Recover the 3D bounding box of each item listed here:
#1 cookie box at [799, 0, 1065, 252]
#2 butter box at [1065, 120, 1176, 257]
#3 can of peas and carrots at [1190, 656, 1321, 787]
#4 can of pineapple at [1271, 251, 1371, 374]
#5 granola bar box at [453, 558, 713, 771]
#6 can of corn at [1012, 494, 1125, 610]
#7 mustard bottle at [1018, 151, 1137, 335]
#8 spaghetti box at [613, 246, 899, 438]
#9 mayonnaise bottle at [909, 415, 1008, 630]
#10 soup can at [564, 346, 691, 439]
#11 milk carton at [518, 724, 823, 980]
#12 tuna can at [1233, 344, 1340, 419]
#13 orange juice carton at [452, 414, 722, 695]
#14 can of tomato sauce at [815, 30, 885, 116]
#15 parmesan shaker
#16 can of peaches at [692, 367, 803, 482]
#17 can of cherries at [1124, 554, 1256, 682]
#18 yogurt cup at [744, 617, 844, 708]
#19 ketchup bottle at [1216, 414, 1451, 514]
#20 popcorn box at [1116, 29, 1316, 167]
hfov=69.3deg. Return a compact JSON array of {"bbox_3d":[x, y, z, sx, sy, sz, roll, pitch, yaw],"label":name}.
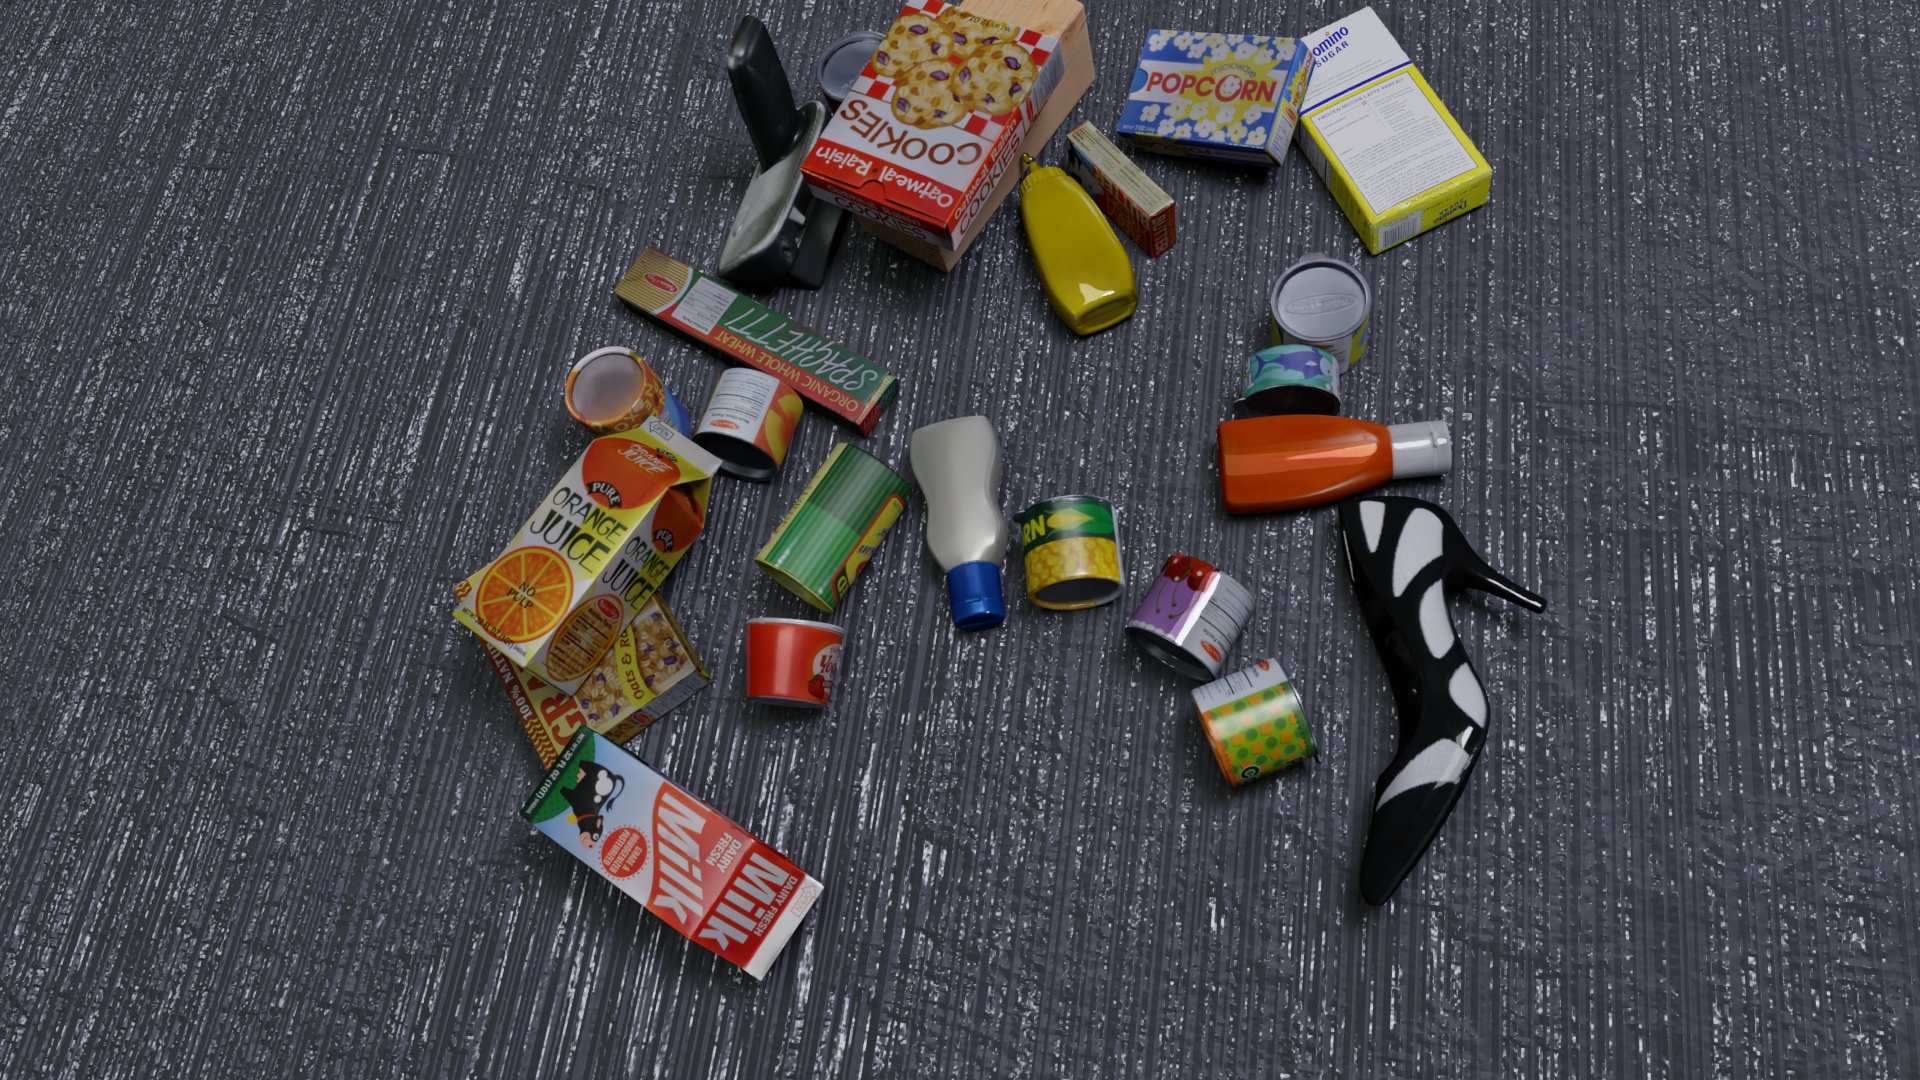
[{"bbox_3d":[-0.019,-0.301,0.991,0.123,0.040,0.168,25,76,19],"label":"cookie box"},{"bbox_3d":[0.120,-0.262,1.038,0.024,0.053,0.104,-37,66,-7],"label":"butter box"},{"bbox_3d":[0.183,0.116,0.864,0.059,0.070,0.071,-22,65,4],"label":"can of peas and carrots"},{"bbox_3d":[0.249,-0.155,0.963,0.071,0.057,0.071,-4,68,10],"label":"can of pineapple"},{"bbox_3d":[-0.272,0.068,0.996,0.124,0.039,0.166,-34,66,-4],"label":"granola bar box"},{"bbox_3d":[0.072,0.009,0.929,0.071,0.071,0.058,-9,67,9],"label":"can of corn"},{"bbox_3d":[0.079,-0.230,1.036,0.065,0.048,0.161,-22,65,3],"label":"mustard bottle"},{"bbox_3d":[-0.159,-0.154,1.068,0.250,0.028,0.050,29,77,21],"label":"spaghetti box"},{"bbox_3d":[0.003,-0.012,0.969,0.065,0.041,0.148,-12,67,9],"label":"mayonnaise bottle"},{"bbox_3d":[-0.246,-0.094,1.032,0.071,0.083,0.071,-4,68,11],"label":"soup can"},{"bbox_3d":[-0.183,0.203,0.903,0.191,0.073,0.072,29,77,21],"label":"milk carton"},{"bbox_3d":[0.221,-0.104,0.944,0.071,0.071,0.033,0,67,12],"label":"tuna can"},{"bbox_3d":[-0.247,0.003,0.955,0.072,0.072,0.193,31,76,21],"label":"orange juice carton"},{"bbox_3d":[-0.069,-0.347,1.097,0.071,0.083,0.071,-4,68,11],"label":"can of tomato sauce"},{"bbox_3d":[-0.087,-0.010,0.970,0.071,0.071,0.103,29,77,21],"label":"parmesan shaker"},{"bbox_3d":[-0.155,-0.084,1.018,0.071,0.071,0.058,11,66,16],"label":"can of peaches"},{"bbox_3d":[0.147,0.049,0.899,0.071,0.071,0.058,28,77,21],"label":"can of cherries"},{"bbox_3d":[-0.115,0.084,0.943,0.072,0.072,0.054,2,77,13],"label":"yogurt cup"},{"bbox_3d":[0.249,-0.055,0.930,0.149,0.043,0.065,-5,74,10],"label":"ketchup bottle"},{"bbox_3d":[0.189,-0.329,1.032,0.127,0.038,0.085,18,89,34],"label":"popcorn box"}]
